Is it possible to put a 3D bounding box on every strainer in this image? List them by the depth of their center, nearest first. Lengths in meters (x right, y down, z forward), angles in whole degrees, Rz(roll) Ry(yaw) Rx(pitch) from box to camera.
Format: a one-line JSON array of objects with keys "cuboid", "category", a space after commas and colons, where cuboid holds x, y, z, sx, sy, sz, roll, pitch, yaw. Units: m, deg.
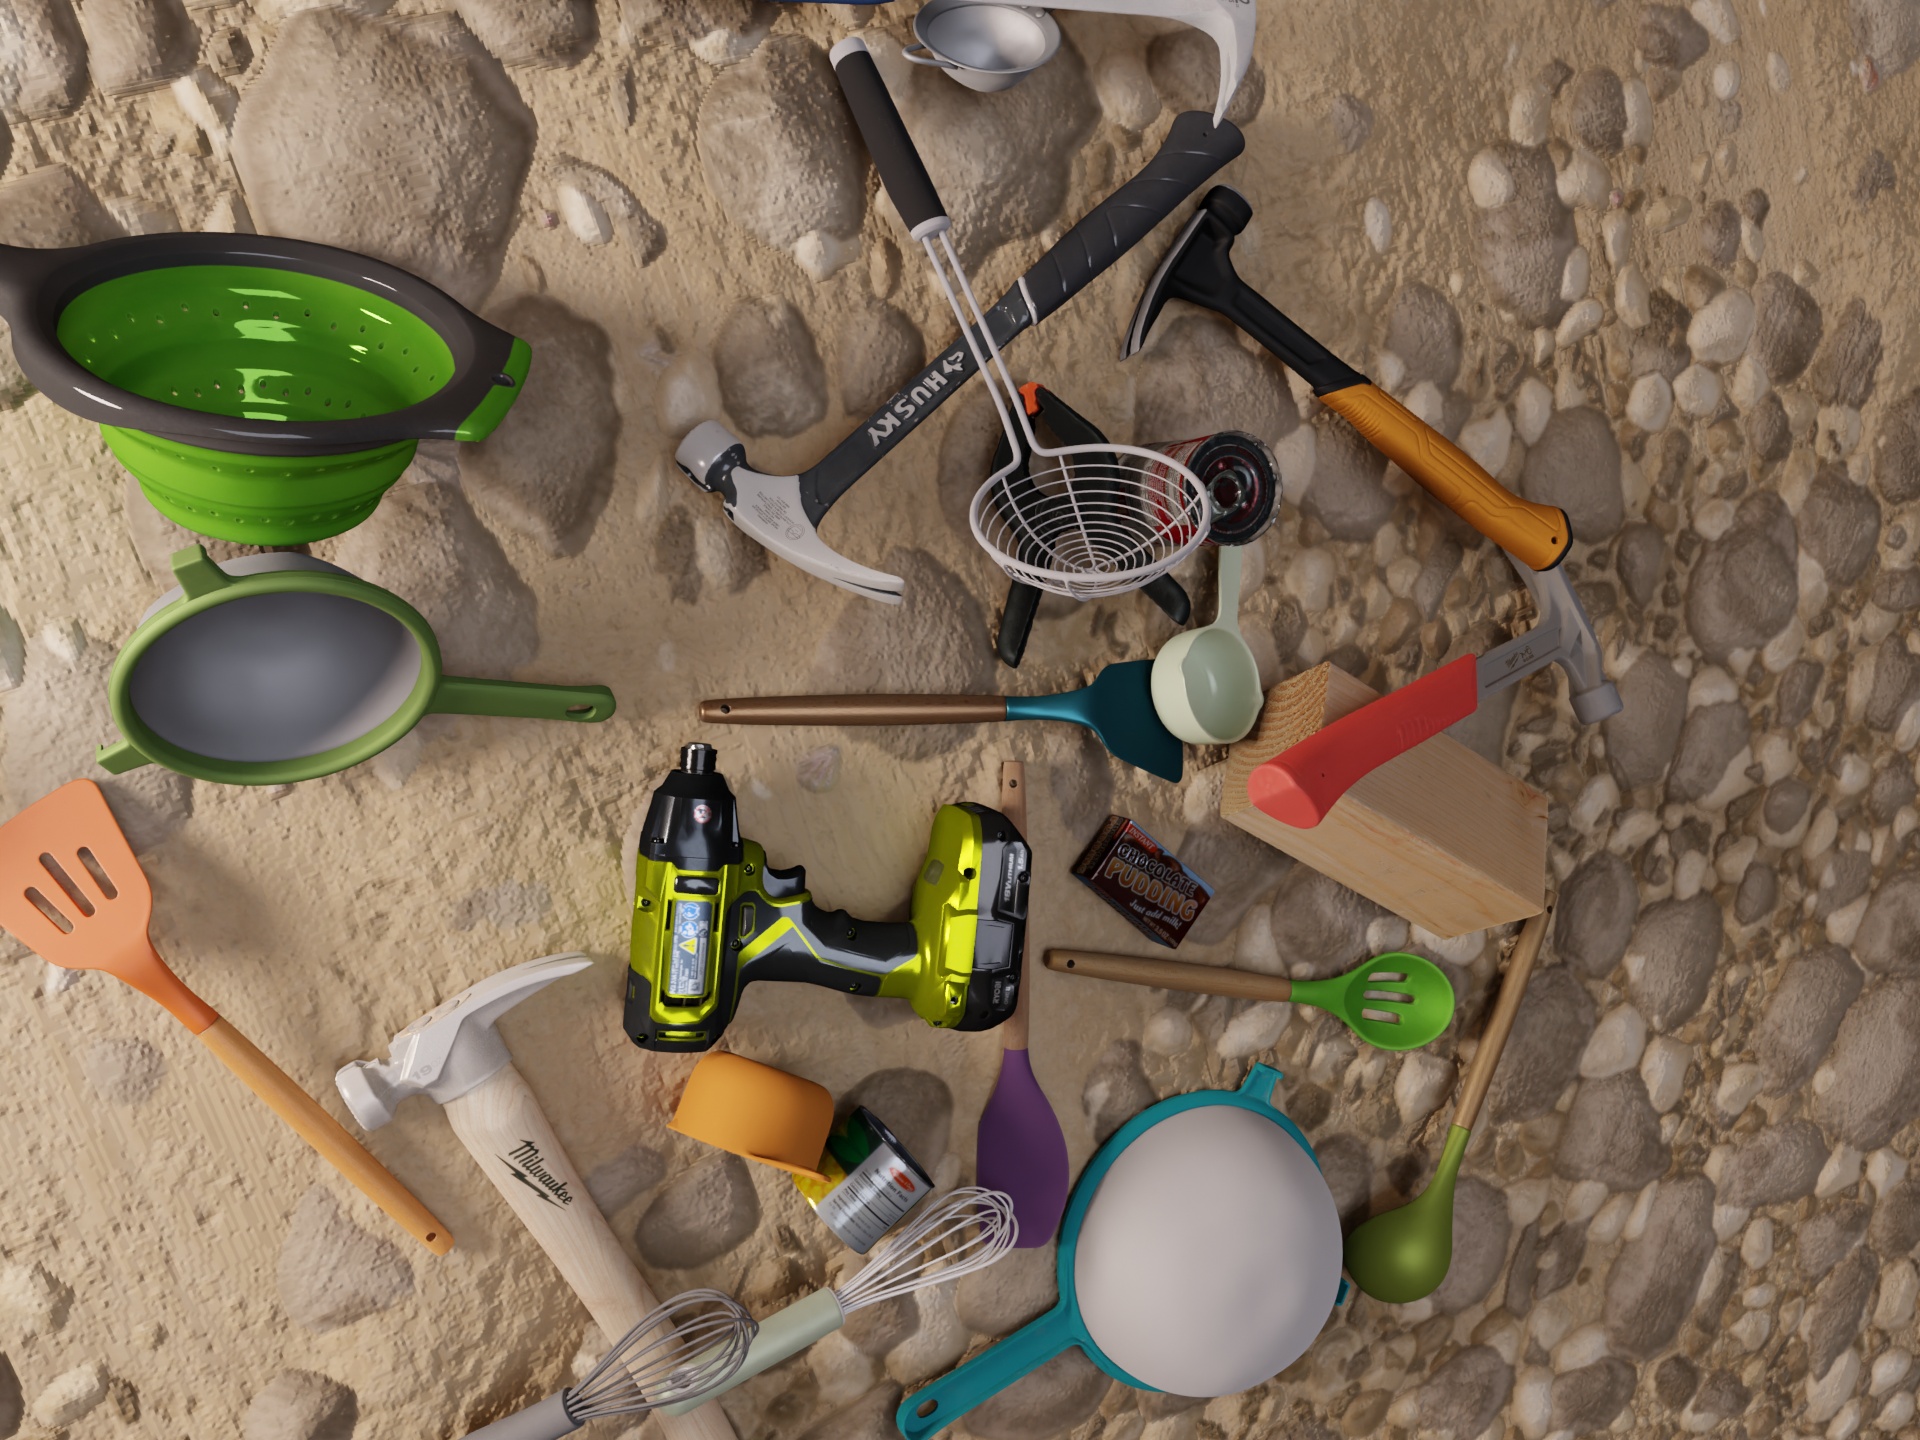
[{"cuboid": [-0.301, -0.035, 0.823, 0.256, 0.069, 0.151, 5, 136, -41], "category": "strainer"}, {"cuboid": [0.065, -0.433, 0.952, 0.258, 0.050, 0.087, -38, 66, -20], "category": "strainer"}, {"cuboid": [0.122, 0.384, 1.027, 0.340, 0.095, 0.211, -24, 104, -20], "category": "strainer"}]

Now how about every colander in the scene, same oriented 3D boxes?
[{"cuboid": [-0.412, -0.167, 0.749, 0.397, 0.205, 0.094, 13, 125, -8], "category": "colander"}]

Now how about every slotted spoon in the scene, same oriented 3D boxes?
[{"cuboid": [0.199, 0.178, 1.077, 0.313, 0.031, 0.070, 10, 92, -21], "category": "slotted spoon"}]

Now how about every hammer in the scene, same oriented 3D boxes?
[{"cuboid": [-0.026, -0.405, 0.880, 0.405, 0.035, 0.144, -2, 68, -14], "category": "hammer"}, {"cuboid": [-0.190, 0.331, 0.924, 0.146, 0.038, 0.410, -31, 106, -18], "category": "hammer"}, {"cuboid": [0.030, -0.233, 0.939, 0.149, 0.036, 0.409, 43, 72, 9], "category": "hammer"}, {"cuboid": [0.301, -0.022, 1.014, 0.359, 0.036, 0.149, -22, 85, -39], "category": "hammer"}, {"cuboid": [0.262, -0.196, 1.034, 0.336, 0.034, 0.127, 34, 81, -12], "category": "hammer"}]

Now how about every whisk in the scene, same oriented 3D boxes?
[{"cuboid": [-0.216, 0.379, 0.876, 0.239, 0.055, 0.055, -30, 107, 7], "category": "whisk"}, {"cuboid": [-0.069, 0.348, 0.953, 0.246, 0.058, 0.059, -21, 130, -27], "category": "whisk"}]

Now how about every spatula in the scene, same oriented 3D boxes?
[{"cuboid": [-0.379, 0.173, 0.837, 0.081, 0.041, 0.322, -41, 113, -13], "category": "spatula"}, {"cuboid": [-0.002, -0.003, 0.973, 0.317, 0.044, 0.082, 0, 80, -17], "category": "spatula"}, {"cuboid": [0.038, 0.183, 1.011, 0.060, 0.018, 0.316, -1, 95, 3], "category": "spatula"}]

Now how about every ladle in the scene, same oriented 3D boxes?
[{"cuboid": [0.363, 0.268, 1.153, 0.078, 0.062, 0.320, 31, 76, -22], "category": "ladle"}]

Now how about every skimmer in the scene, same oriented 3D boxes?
[{"cuboid": [0.015, -0.229, 0.862, 0.127, 0.090, 0.363, -22, 83, -18], "category": "skimmer"}]

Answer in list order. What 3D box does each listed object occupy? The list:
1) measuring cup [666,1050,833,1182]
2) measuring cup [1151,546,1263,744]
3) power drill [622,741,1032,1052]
[{"cuboid": [-0.099, 0.219, 0.877, 0.095, 0.173, 0.052, 25, 73, -21], "category": "measuring cup"}, {"cuboid": [0.160, -0.065, 1.035, 0.083, 0.038, 0.168, 19, 69, -38], "category": "measuring cup"}, {"cuboid": [-0.078, 0.104, 0.928, 0.223, 0.080, 0.171, 5, 94, -20], "category": "power drill"}]
